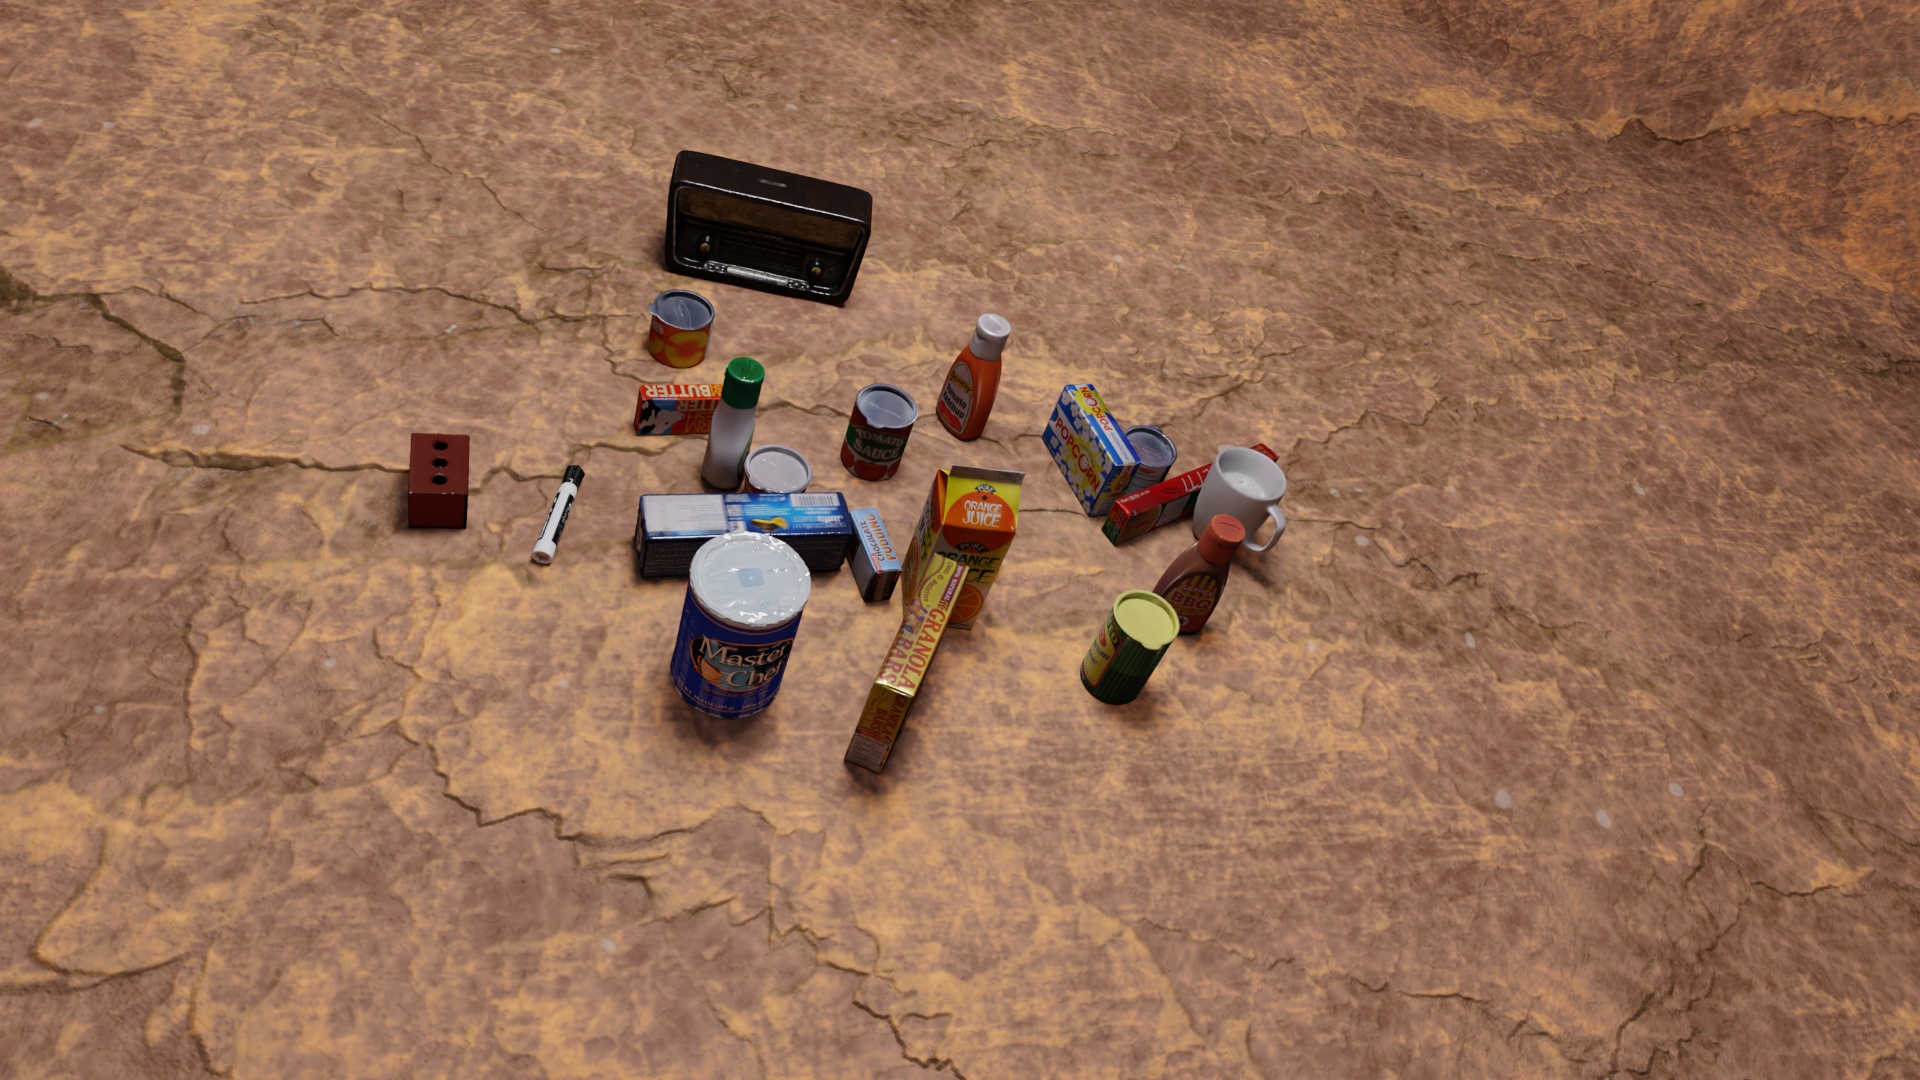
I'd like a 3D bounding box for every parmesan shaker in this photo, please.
[{"bbox_3d":[0.162,0.107,1.348,0.071,0.102,0.072,11,46,-11],"label":"parmesan shaker"}]

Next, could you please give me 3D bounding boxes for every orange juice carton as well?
[{"bbox_3d":[0.001,-0.003,1.325,0.072,0.191,0.073,7,47,-15],"label":"orange juice carton"}]

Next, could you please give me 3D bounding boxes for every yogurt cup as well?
[{"bbox_3d":[-0.187,-0.055,1.399,0.072,0.053,0.073,11,46,-11],"label":"yogurt cup"}]

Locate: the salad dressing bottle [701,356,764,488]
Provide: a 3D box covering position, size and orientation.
[{"bbox_3d":[-0.224,-0.116,1.375,0.044,0.146,0.064,15,46,-8],"label":"salad dressing bottle"}]

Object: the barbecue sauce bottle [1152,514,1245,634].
[{"bbox_3d":[0.243,0.034,1.413,0.065,0.147,0.044,15,46,-8],"label":"barbecue sauce bottle"}]

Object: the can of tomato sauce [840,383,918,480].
[{"bbox_3d":[-0.087,-0.112,1.469,0.071,0.082,0.071,11,46,-11],"label":"can of tomato sauce"}]

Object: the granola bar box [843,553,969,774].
[{"bbox_3d":[-0.047,0.110,1.251,0.039,0.123,0.166,23,45,1],"label":"granola bar box"}]

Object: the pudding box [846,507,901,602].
[{"bbox_3d":[-0.089,0.013,1.376,0.030,0.049,0.084,-6,52,-25],"label":"pudding box"}]

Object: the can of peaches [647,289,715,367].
[{"bbox_3d":[-0.307,-0.230,1.511,0.071,0.057,0.071,11,46,-11],"label":"can of peaches"}]

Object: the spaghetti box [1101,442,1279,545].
[{"bbox_3d":[0.263,-0.055,1.572,0.251,0.049,0.029,-21,59,-34],"label":"spaghetti box"}]

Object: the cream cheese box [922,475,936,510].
[{"bbox_3d":[0.005,-0.018,1.438,0.024,0.053,0.104,-24,61,-36],"label":"cream cheese box"}]

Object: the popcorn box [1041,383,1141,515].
[{"bbox_3d":[0.144,-0.101,1.545,0.038,0.084,0.127,-8,53,-27],"label":"popcorn box"}]

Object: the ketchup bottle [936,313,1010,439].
[{"bbox_3d":[0.017,-0.182,1.526,0.044,0.148,0.065,-19,58,-33],"label":"ketchup bottle"}]

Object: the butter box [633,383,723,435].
[{"bbox_3d":[-0.282,-0.136,1.437,0.104,0.052,0.024,-4,51,-24],"label":"butter box"}]

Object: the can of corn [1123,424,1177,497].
[{"bbox_3d":[0.205,-0.089,1.575,0.071,0.058,0.071,11,46,-11],"label":"can of corn"}]
